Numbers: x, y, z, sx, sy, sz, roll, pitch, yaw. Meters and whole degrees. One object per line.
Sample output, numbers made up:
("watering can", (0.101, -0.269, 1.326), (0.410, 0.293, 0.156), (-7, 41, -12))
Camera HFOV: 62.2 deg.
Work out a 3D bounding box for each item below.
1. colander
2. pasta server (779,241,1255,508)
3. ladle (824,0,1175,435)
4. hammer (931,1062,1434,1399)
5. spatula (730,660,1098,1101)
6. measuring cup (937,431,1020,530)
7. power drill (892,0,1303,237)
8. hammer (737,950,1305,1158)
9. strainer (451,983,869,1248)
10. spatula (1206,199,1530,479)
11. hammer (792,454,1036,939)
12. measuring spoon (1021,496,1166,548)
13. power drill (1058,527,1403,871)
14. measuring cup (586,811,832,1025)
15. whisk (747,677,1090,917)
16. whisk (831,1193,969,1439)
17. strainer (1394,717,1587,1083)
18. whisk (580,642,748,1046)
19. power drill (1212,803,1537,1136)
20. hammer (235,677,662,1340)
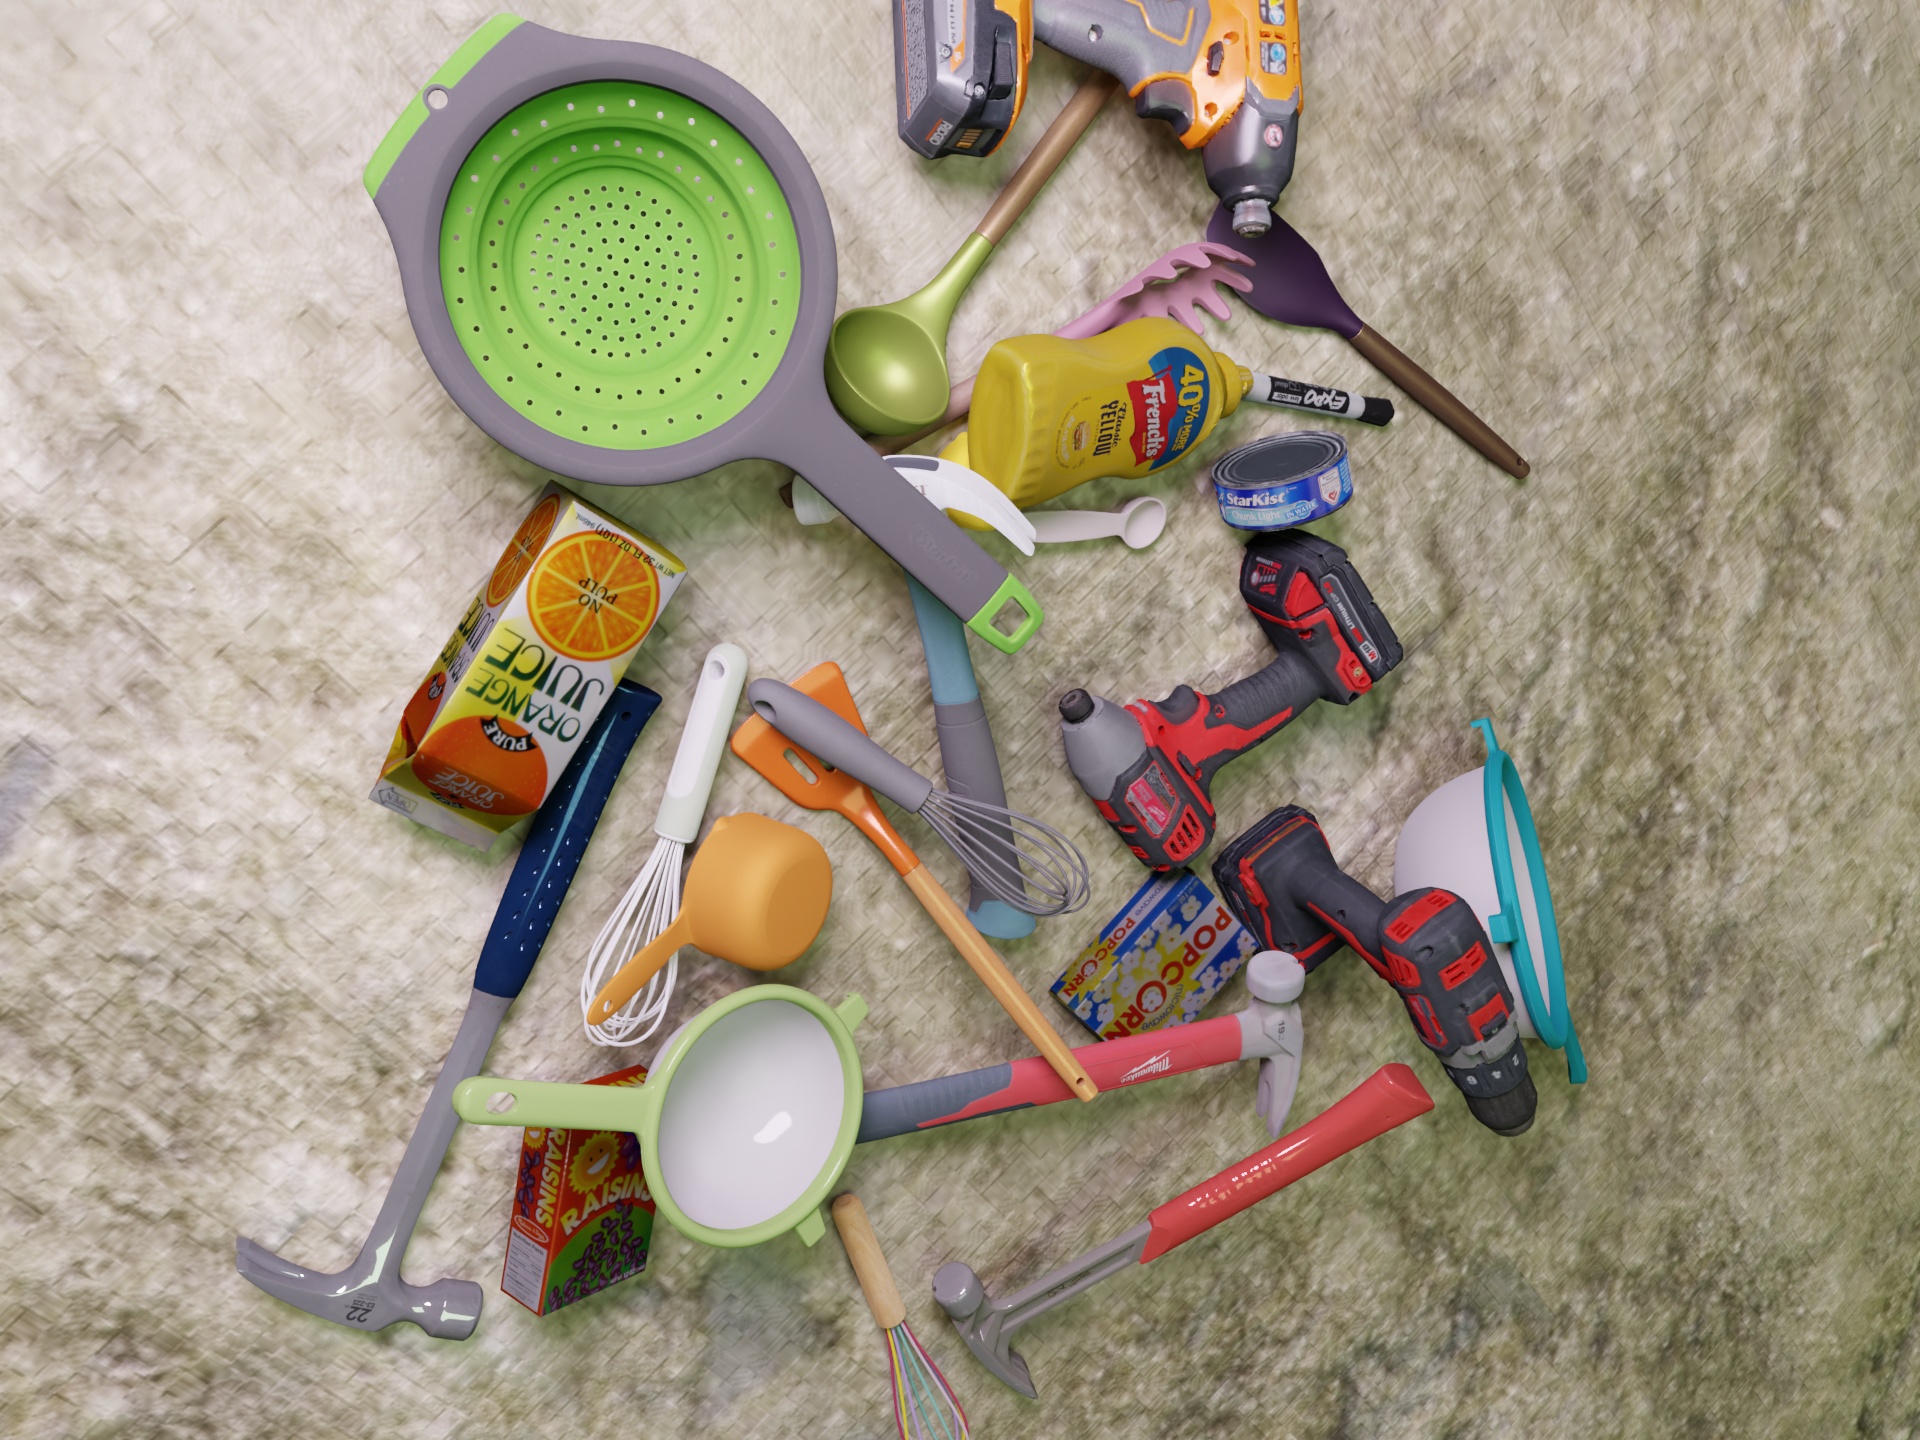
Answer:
("colander", (-0.112, -0.174, 0.823), (0.396, 0.095, 0.204), (41, 91, -21))
("pasta server", (0.035, -0.201, 0.936), (0.316, 0.040, 0.060), (-31, 155, -12))
("ladle", (0.032, -0.294, 0.897), (0.078, 0.062, 0.320), (38, 85, -14))
("hammer", (0.164, 0.345, 1.098), (0.359, 0.037, 0.149), (-30, 126, 3))
("spatula", (-0.014, 0.111, 0.974), (0.081, 0.041, 0.322), (-39, 97, -10))
("measuring cup", (0.057, -0.158, 0.962), (0.156, 0.029, 0.062), (-21, 113, -16))
("power drill", (0.082, -0.349, 0.860), (0.226, 0.084, 0.164), (-2, 86, -19))
("hammer", (0.042, 0.250, 1.044), (0.386, 0.038, 0.143), (-9, 120, -13))
("strainer", (-0.174, 0.215, 0.900), (0.256, 0.069, 0.151), (15, 83, -40))
("spatula", (0.275, -0.241, 1.047), (0.315, 0.018, 0.060), (29, 82, -28))
("hammer", (-0.002, -0.003, 0.952), (0.128, 0.033, 0.330), (-6, 121, 11))
("measuring spoon", (0.074, -0.123, 0.980), (0.124, 0.018, 0.034), (-6, 123, -32))
("power drill", (0.167, -0.019, 1.034), (0.219, 0.079, 0.143), (-42, 118, -5))
("measuring cup", (-0.135, 0.122, 0.897), (0.174, 0.052, 0.095), (-44, 138, -45))
("whisk", (-0.023, 0.044, 0.936), (0.239, 0.055, 0.055), (33, 90, -10))
("whisk", (-0.042, 0.427, 1.086), (0.047, 0.051, 0.244), (-23, 111, -11))
("strainer", (0.389, 0.174, 1.173), (0.095, 0.211, 0.340), (-12, 133, 23))
("whisk", (-0.168, 0.073, 0.919), (0.059, 0.058, 0.246), (11, 98, -62))
("power drill", (0.281, 0.164, 1.052), (0.080, 0.227, 0.187), (-36, 117, -11))
("hammer", (-0.273, 0.162, 0.900), (0.144, 0.035, 0.405), (21, 95, -29))
